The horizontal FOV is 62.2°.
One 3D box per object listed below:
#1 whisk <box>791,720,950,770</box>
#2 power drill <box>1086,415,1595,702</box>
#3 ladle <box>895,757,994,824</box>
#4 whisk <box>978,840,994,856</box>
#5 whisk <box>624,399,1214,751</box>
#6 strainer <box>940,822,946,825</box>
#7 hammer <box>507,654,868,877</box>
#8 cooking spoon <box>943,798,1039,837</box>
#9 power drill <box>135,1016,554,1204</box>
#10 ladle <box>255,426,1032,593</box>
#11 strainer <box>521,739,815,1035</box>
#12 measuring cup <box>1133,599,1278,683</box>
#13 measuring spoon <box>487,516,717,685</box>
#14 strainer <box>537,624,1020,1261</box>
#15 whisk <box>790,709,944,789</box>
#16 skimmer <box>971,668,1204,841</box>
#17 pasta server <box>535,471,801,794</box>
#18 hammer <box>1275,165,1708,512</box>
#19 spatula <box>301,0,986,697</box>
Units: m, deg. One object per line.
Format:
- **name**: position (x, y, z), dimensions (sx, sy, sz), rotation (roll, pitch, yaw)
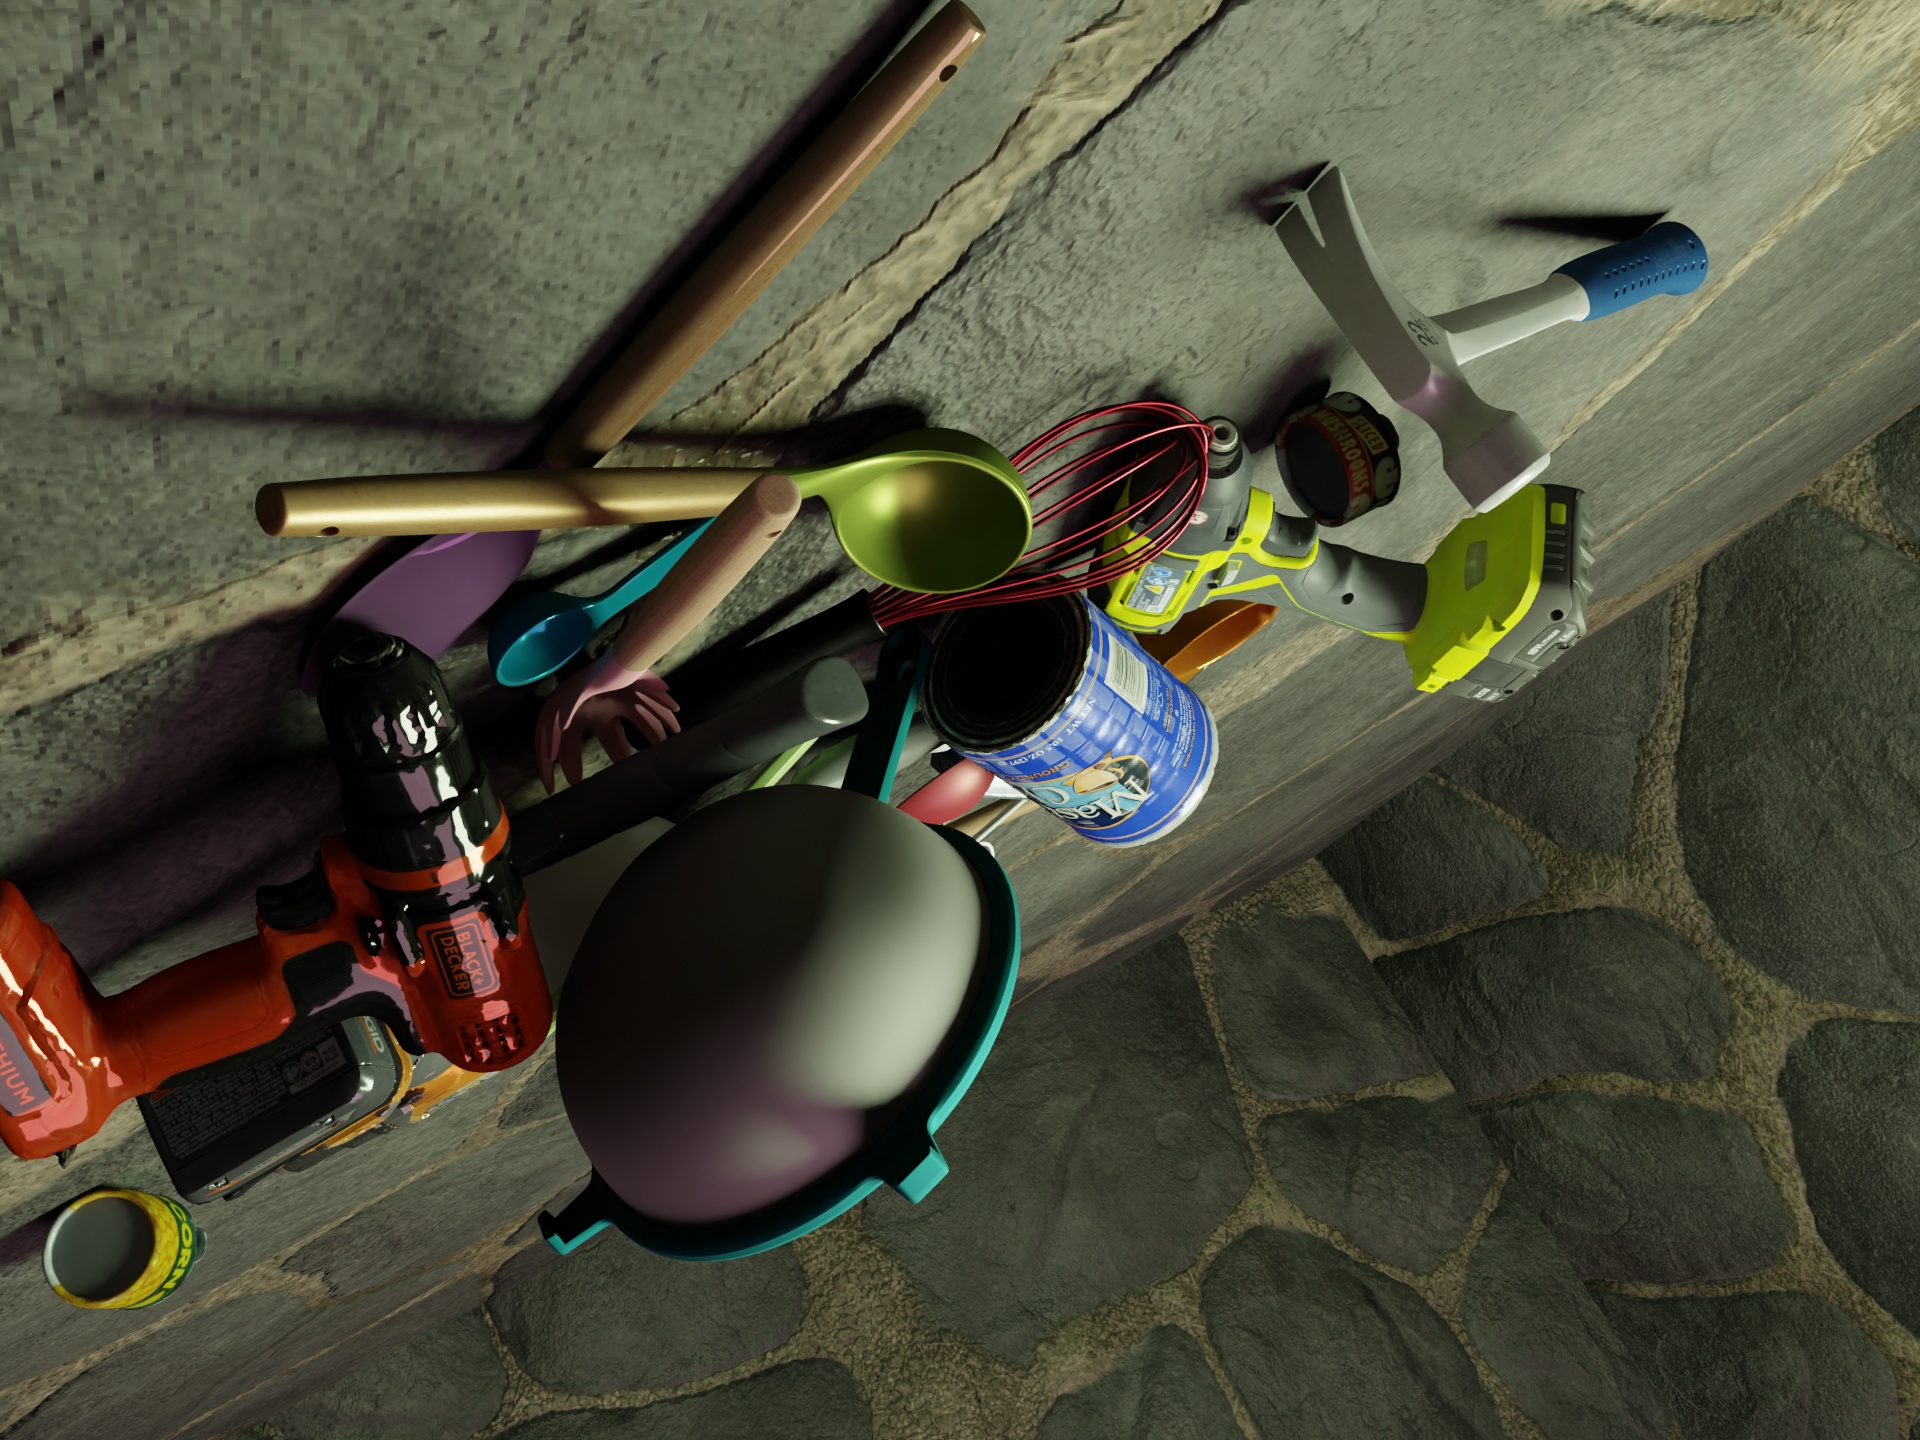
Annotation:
- **whisk**: position (0.008, 0.005, 0.952), dimensions (0.284, 0.070, 0.070), rotation (-8, 153, -45)
- **power drill**: position (0.187, -0.082, 0.789), dimensions (0.223, 0.080, 0.171), rotation (11, 159, -3)
- **ladle**: position (-0.113, 0.085, 0.924), dimensions (0.315, 0.031, 0.069), rotation (-23, 174, 18)
- **whisk**: position (-0.028, 0.084, 0.867), dimensions (0.058, 0.059, 0.246), rotation (-55, 159, 4)
- **whisk**: position (-0.021, -0.057, 0.705), dimensions (0.296, 0.073, 0.073), rotation (-27, 166, 8)
- **strainer**: position (-0.105, 0.104, 0.988), dimensions (0.258, 0.087, 0.050), rotation (-28, 155, -10)
- **hammer**: position (-0.223, 0.076, 0.650), dimensions (0.409, 0.036, 0.149), rotation (-26, 176, 5)
- **cooking spoon**: position (0.001, 0.079, 1.160), dimensions (0.319, 0.017, 0.069), rotation (-24, -170, 5)
- **power drill**: position (-0.338, 0.194, 0.847), dimensions (0.185, 0.084, 0.226), rotation (-30, 169, 3)
- **ladle**: position (-0.078, -0.064, 0.518), dimensions (0.078, 0.062, 0.320), rotation (-28, 173, 33)
- **strainer**: position (-0.156, 0.054, 0.792), dimensions (0.256, 0.069, 0.151), rotation (-47, -173, -12)
- **measuring cup**: position (0.135, -0.052, 1.027), dimensions (0.095, 0.052, 0.173), rotation (-23, 165, -30)
- **measuring spoon**: position (-0.121, -0.059, 0.585), dimensions (0.128, 0.021, 0.042), rotation (-38, 167, -13)
- **strainer**: position (-0.076, 0.052, 0.678), dimensions (0.211, 0.095, 0.341), rotation (-18, -143, 30)
- **whisk**: position (-0.002, -0.003, 0.886), dimensions (0.239, 0.055, 0.055), rotation (-25, 164, -39)
- **skimmer**: position (0.024, 0.033, 1.106), dimensions (0.363, 0.090, 0.127), rotation (-38, -169, -16)
- **pasta server**: position (-0.103, -0.022, 0.545), dimensions (0.060, 0.040, 0.316), rotation (-24, 179, -25)
- **hammer**: position (0.278, -0.203, 0.746), dimensions (0.405, 0.144, 0.035), rotation (-28, 169, -48)
- **spatula**: position (-0.107, -0.095, 0.482), dimensions (0.316, 0.018, 0.059), rotation (-38, 163, 27)
